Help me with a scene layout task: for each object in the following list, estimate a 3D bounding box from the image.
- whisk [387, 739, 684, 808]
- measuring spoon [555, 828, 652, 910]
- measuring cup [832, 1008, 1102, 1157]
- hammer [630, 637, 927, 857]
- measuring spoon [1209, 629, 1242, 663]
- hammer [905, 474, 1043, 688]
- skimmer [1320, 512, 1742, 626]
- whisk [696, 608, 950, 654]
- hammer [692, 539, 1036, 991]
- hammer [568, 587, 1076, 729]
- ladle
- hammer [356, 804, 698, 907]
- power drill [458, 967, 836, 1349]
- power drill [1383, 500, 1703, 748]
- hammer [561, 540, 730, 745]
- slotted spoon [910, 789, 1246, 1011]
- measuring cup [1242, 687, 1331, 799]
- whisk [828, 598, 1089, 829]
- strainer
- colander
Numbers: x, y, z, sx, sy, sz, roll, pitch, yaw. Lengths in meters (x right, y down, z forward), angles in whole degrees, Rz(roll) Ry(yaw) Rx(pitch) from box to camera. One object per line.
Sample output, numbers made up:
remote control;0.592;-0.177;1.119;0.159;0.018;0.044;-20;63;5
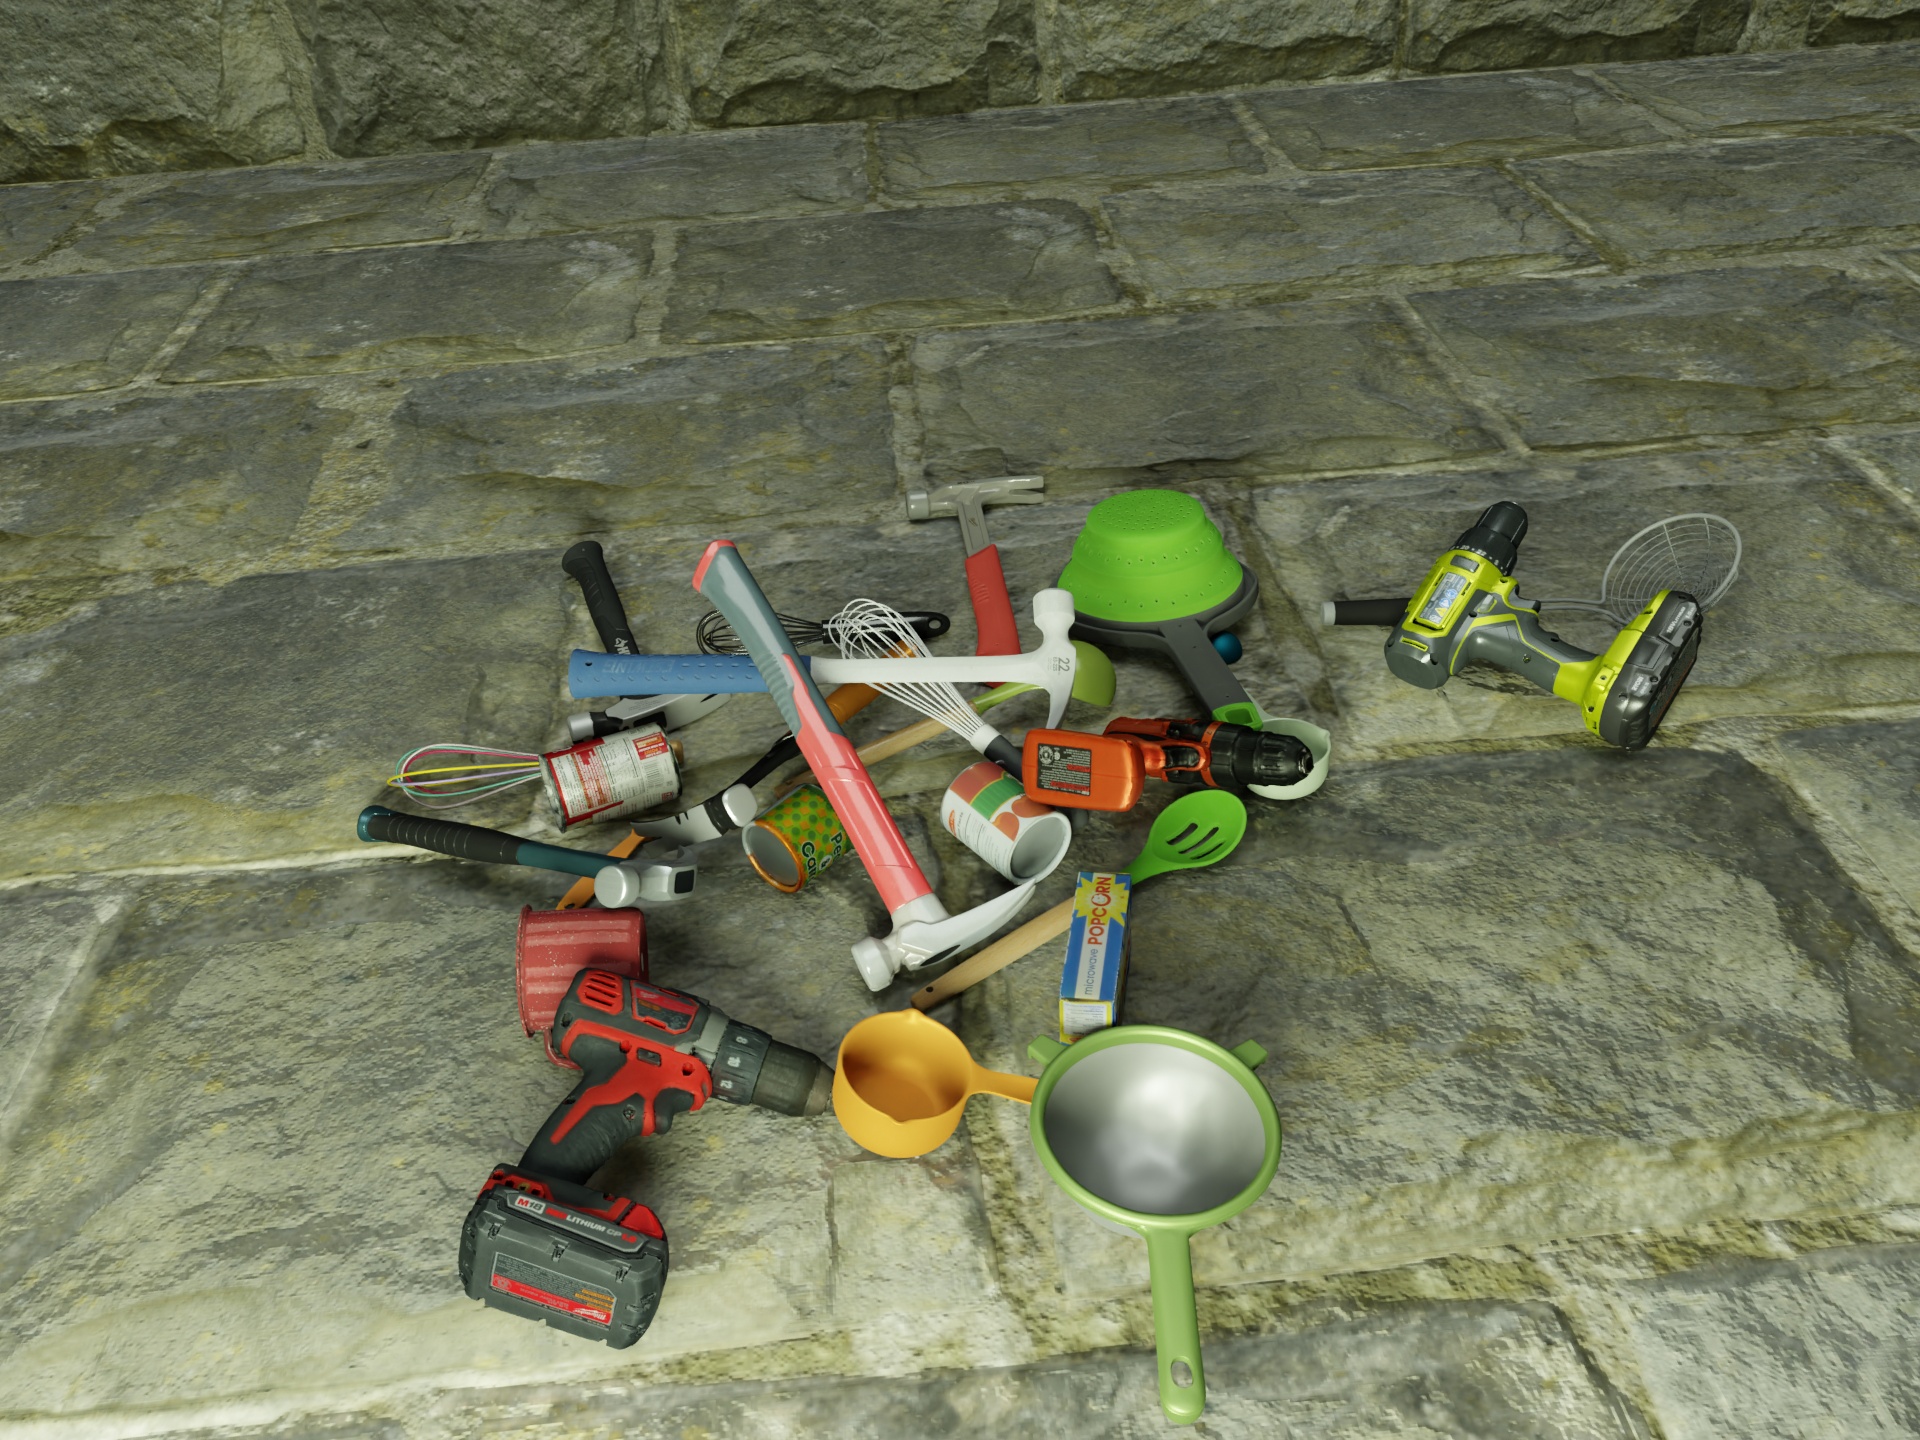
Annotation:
whisk;-0.359;0.038;1.351;0.245;0.047;0.051;-6;48;-10
measuring spoon;-0.279;0.120;1.256;0.021;0.011;0.117;15;43;27
measuring cup;0.002;0.247;1.028;0.173;0.052;0.095;13;37;-5
hammer;-0.133;0.012;1.343;0.127;0.034;0.337;-19;14;40
measuring spoon;0.198;-0.080;1.473;0.129;0.021;0.042;12;39;18
hammer;0.033;-0.144;1.567;0.149;0.036;0.359;-6;36;-3
skimmer;0.517;-0.130;1.456;0.363;0.090;0.127;-2;43;2
whisk;-0.128;-0.086;1.494;0.239;0.055;0.055;-4;36;-7
hammer;-0.091;0.009;1.214;0.143;0.038;0.387;-26;67;-12
hammer;-0.109;-0.035;1.276;0.405;0.035;0.144;-1;65;1
ladle;-0.009;0.009;1.366;0.320;0.062;0.078;-24;37;-15
hammer;-0.341;0.100;1.219;0.331;0.033;0.128;7;2;29
power drill;-0.187;0.262;0.981;0.188;0.080;0.227;19;37;-1
power drill;0.507;-0.087;1.369;0.229;0.080;0.190;26;72;33
hammer;-0.325;-0.087;1.520;0.146;0.035;0.335;-15;37;-15
slotted spoon;0.092;0.136;1.187;0.314;0.031;0.070;-27;42;-26
measuring cup;0.250;0.012;1.336;0.083;0.038;0.168;-14;32;-12
whisk;-0.003;-0.004;1.312;0.285;0.070;0.070;41;52;20
strainer;0.116;0.296;0.930;0.151;0.069;0.257;1;39;0
colander;0.191;-0.117;1.432;0.204;0.094;0.398;-11;31;-5
